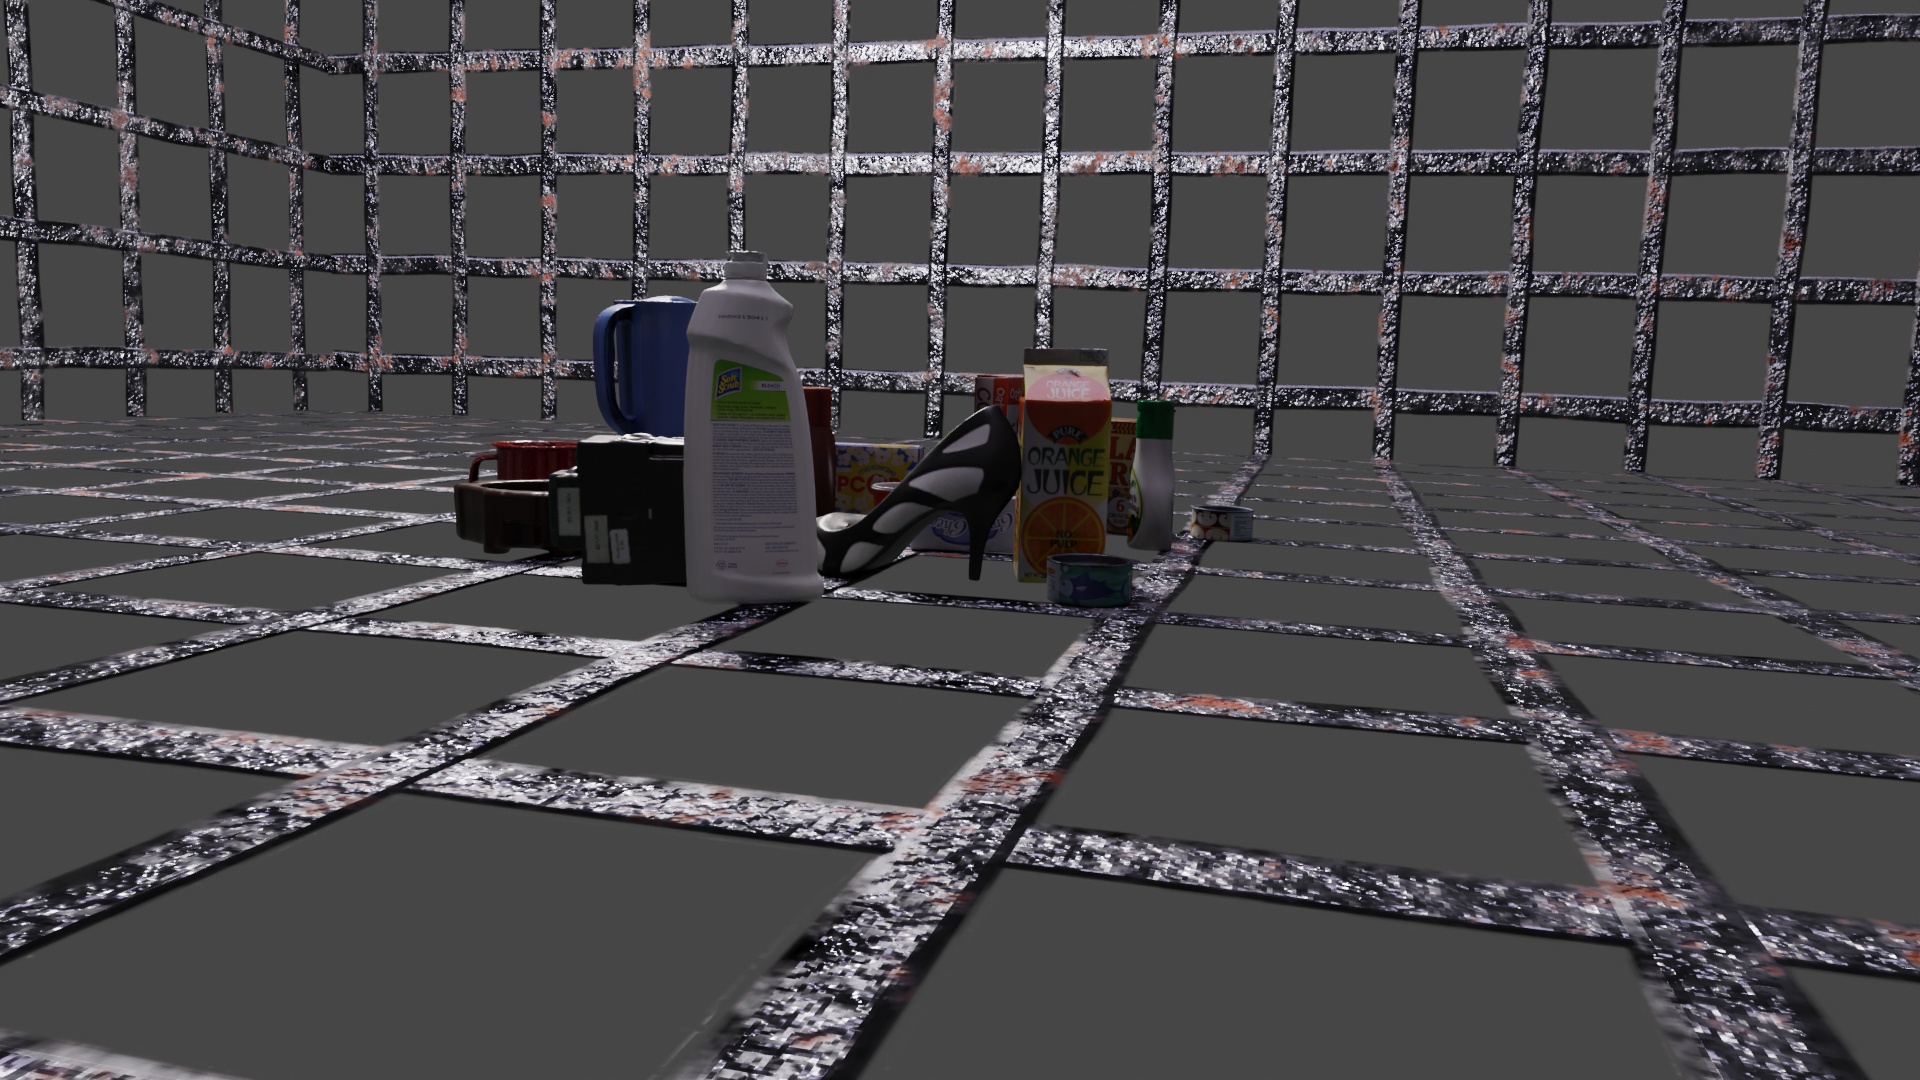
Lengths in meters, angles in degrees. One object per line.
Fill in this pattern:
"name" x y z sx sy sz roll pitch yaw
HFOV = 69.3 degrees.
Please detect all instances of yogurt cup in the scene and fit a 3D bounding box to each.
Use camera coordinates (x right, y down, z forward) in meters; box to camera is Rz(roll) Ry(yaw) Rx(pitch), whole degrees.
"yogurt cup" -0.056 -0.029 1.395 0.072 0.054 0.072 2 7 0

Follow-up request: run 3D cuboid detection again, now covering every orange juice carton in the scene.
"orange juice carton" 0.084 -0.063 1.148 0.072 0.192 0.073 2 7 -2

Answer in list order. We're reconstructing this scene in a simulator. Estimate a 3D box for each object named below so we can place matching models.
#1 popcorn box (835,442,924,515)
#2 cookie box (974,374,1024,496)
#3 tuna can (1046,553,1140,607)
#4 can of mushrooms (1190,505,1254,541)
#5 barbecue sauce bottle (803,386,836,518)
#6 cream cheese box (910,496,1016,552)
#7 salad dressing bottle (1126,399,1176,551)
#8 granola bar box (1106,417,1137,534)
"popcorn box" -0.106 -0.064 1.531 0.127 0.085 0.038 3 7 6
"cookie box" 0.053 -0.088 1.435 0.040 0.167 0.123 5 8 25
"tuna can" 0.101 0.030 1.059 0.071 0.032 0.071 2 7 0
"can of mushrooms" 0.278 -0.019 1.485 0.071 0.033 0.071 2 7 0
"barbecue sauce bottle" -0.147 -0.077 1.372 0.044 0.148 0.065 -2 8 -30
"cream cheese box" 0.005 -0.016 1.314 0.104 0.053 0.024 2 7 -2
"salad dressing bottle" 0.189 -0.065 1.371 0.044 0.147 0.064 2 7 -3
"granola bar box" 0.135 -0.074 1.522 0.165 0.124 0.039 6 8 29
